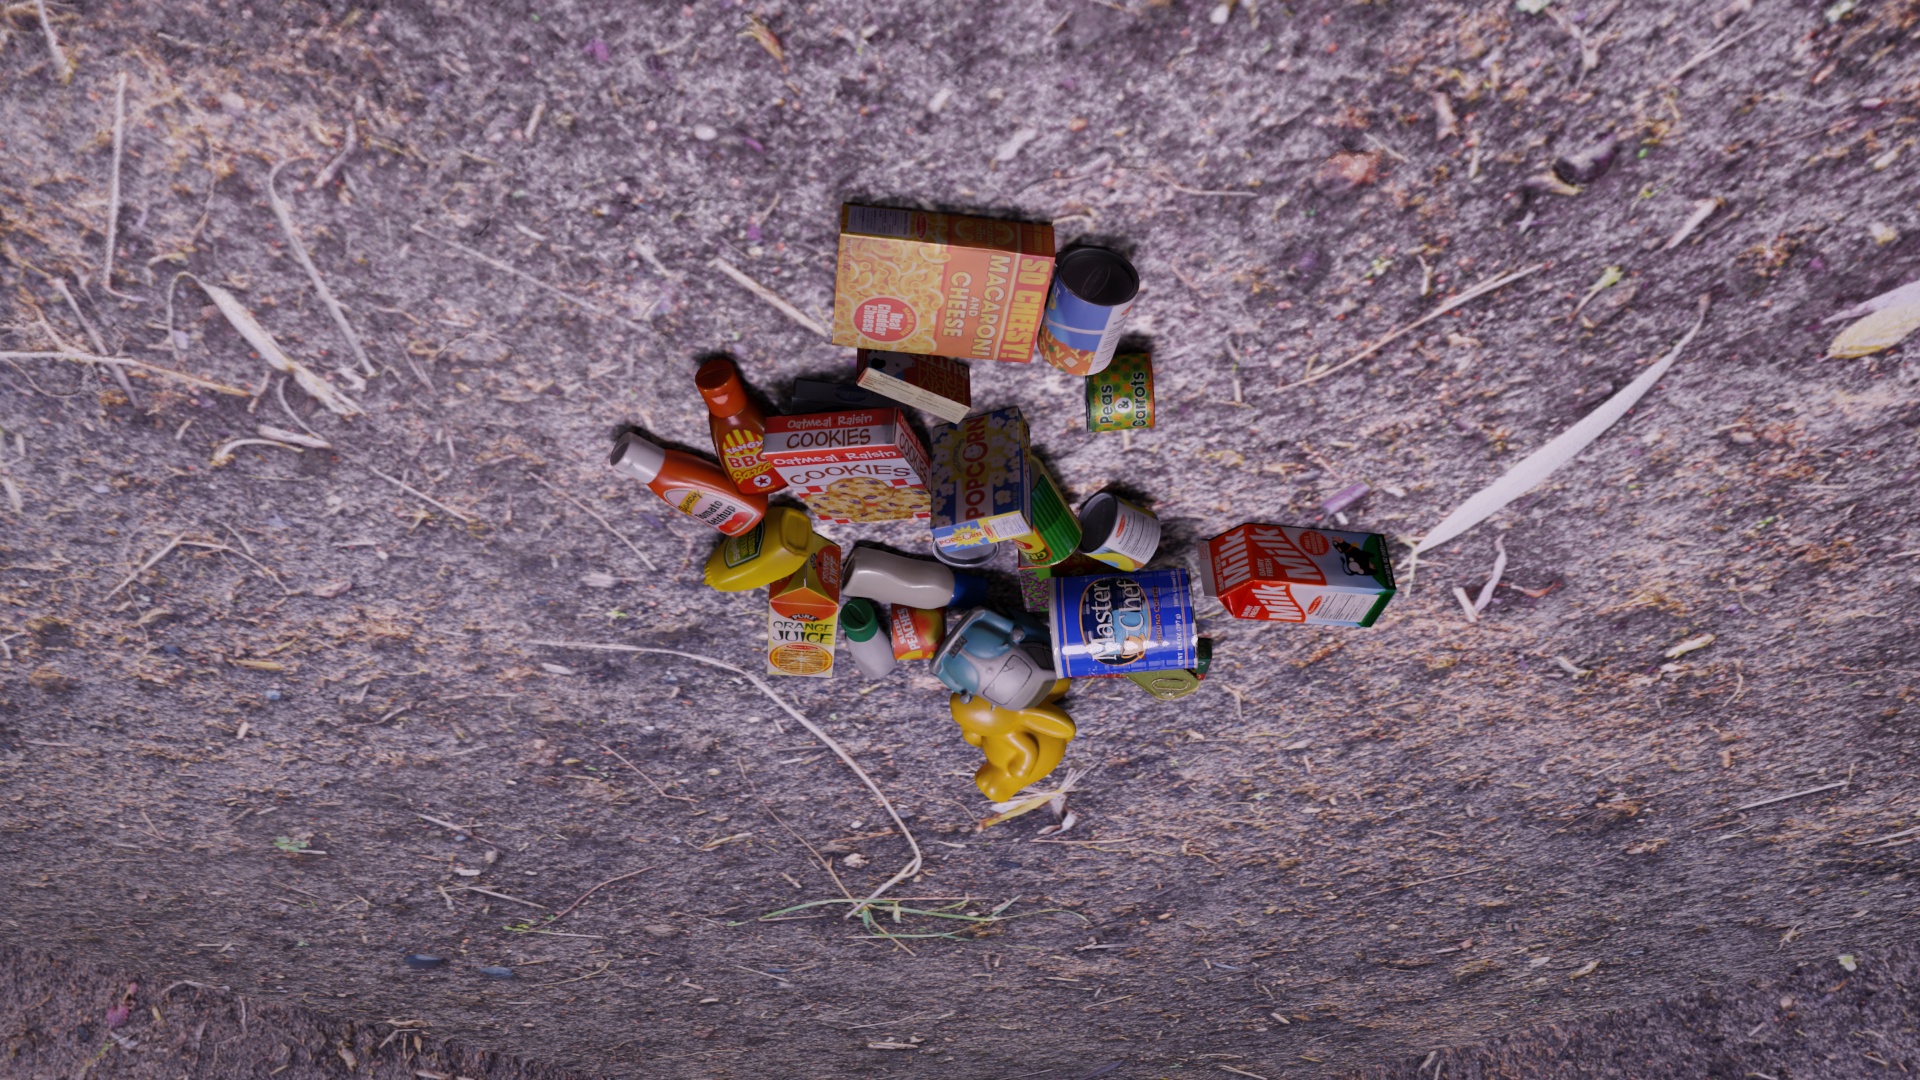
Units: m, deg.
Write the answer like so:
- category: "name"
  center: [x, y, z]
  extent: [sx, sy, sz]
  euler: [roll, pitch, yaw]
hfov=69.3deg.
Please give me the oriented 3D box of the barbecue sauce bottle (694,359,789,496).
- category: "barbecue sauce bottle"
  center: [-0.197, -0.101, 1.252]
  extent: [0.065, 0.044, 0.148]
  euler: [-14, 142, 4]

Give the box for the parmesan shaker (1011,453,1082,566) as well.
- category: "parmesan shaker"
  center: [0.066, -0.031, 1.335]
  extent: [0.071, 0.071, 0.102]
  euler: [-15, 141, 20]

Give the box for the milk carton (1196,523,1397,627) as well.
- category: "milk carton"
  center: [0.337, 0.035, 1.421]
  extent: [0.191, 0.073, 0.073]
  euler: [4, 144, -7]

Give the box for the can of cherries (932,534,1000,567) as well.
- category: "can of cherries"
  center: [0.005, -0.017, 1.357]
  extent: [0.071, 0.059, 0.071]
  euler: [0, 144, 0]

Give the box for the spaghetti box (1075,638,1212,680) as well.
- category: "spaghetti box"
  center: [0.162, 0.134, 1.591]
  extent: [0.250, 0.029, 0.050]
  euler: [2, 145, -2]

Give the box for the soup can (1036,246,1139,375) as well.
- category: "soup can"
  center: [0.099, -0.186, 1.122]
  extent: [0.071, 0.072, 0.083]
  euler: [6, 144, -8]

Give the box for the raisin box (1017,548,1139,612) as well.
- category: "raisin box"
  center: [0.124, 0.033, 1.444]
  extent: [0.123, 0.040, 0.085]
  euler: [-4, 143, 4]

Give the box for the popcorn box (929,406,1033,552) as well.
- category: "popcorn box"
  center: [0.019, -0.055, 1.248]
  extent: [0.085, 0.127, 0.038]
  euler: [-13, 139, 17]

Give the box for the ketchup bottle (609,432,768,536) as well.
- category: "ketchup bottle"
  center: [-0.258, -0.055, 1.316]
  extent: [0.148, 0.044, 0.064]
  euler: [29, 137, -33]

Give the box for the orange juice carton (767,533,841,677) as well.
- category: "orange juice carton"
  center: [-0.164, 0.065, 1.457]
  extent: [0.073, 0.072, 0.191]
  euler: [4, 144, -6]

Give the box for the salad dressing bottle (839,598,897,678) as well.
- category: "salad dressing bottle"
  center: [-0.102, 0.105, 1.505]
  extent: [0.044, 0.064, 0.147]
  euler: [-36, 159, -10]

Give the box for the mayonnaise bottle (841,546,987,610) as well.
- category: "mayonnaise bottle"
  center: [-0.047, 0.044, 1.457]
  extent: [0.148, 0.041, 0.064]
  euler: [11, 147, -17]

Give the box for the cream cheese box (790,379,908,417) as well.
- category: "cream cheese box"
  center: [-0.101, -0.115, 1.251]
  extent: [0.104, 0.024, 0.053]
  euler: [6, 145, -8]

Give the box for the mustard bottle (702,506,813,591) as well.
- category: "mustard bottle"
  center: [-0.215, 0.019, 1.402]
  extent: [0.159, 0.065, 0.049]
  euler: [-27, 140, 37]

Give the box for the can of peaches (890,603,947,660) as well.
- category: "can of peaches"
  center: [-0.044, 0.096, 1.503]
  extent: [0.058, 0.071, 0.071]
  euler: [-2, 144, 2]

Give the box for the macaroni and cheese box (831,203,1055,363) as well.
- category: "macaroni and cheese box"
  center: [-0.016, -0.204, 1.115]
  extent: [0.167, 0.040, 0.123]
  euler: [5, 143, -6]

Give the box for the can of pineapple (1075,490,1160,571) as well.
- category: "can of pineapple"
  center: [0.153, -0.009, 1.365]
  extent: [0.058, 0.071, 0.070]
  euler: [23, 138, -28]

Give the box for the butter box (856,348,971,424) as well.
- category: "butter box"
  center: [-0.040, -0.141, 1.191]
  extent: [0.103, 0.053, 0.024]
  euler: [19, 137, -25]

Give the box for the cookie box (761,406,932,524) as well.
- category: "cookie box"
  center: [-0.093, -0.066, 1.268]
  extent: [0.123, 0.040, 0.167]
  euler: [-4, 158, 14]

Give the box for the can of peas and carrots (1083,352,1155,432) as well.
- category: "can of peas and carrots"
  center: [0.136, -0.127, 1.197]
  extent: [0.059, 0.071, 0.070]
  euler: [-4, 144, 4]
